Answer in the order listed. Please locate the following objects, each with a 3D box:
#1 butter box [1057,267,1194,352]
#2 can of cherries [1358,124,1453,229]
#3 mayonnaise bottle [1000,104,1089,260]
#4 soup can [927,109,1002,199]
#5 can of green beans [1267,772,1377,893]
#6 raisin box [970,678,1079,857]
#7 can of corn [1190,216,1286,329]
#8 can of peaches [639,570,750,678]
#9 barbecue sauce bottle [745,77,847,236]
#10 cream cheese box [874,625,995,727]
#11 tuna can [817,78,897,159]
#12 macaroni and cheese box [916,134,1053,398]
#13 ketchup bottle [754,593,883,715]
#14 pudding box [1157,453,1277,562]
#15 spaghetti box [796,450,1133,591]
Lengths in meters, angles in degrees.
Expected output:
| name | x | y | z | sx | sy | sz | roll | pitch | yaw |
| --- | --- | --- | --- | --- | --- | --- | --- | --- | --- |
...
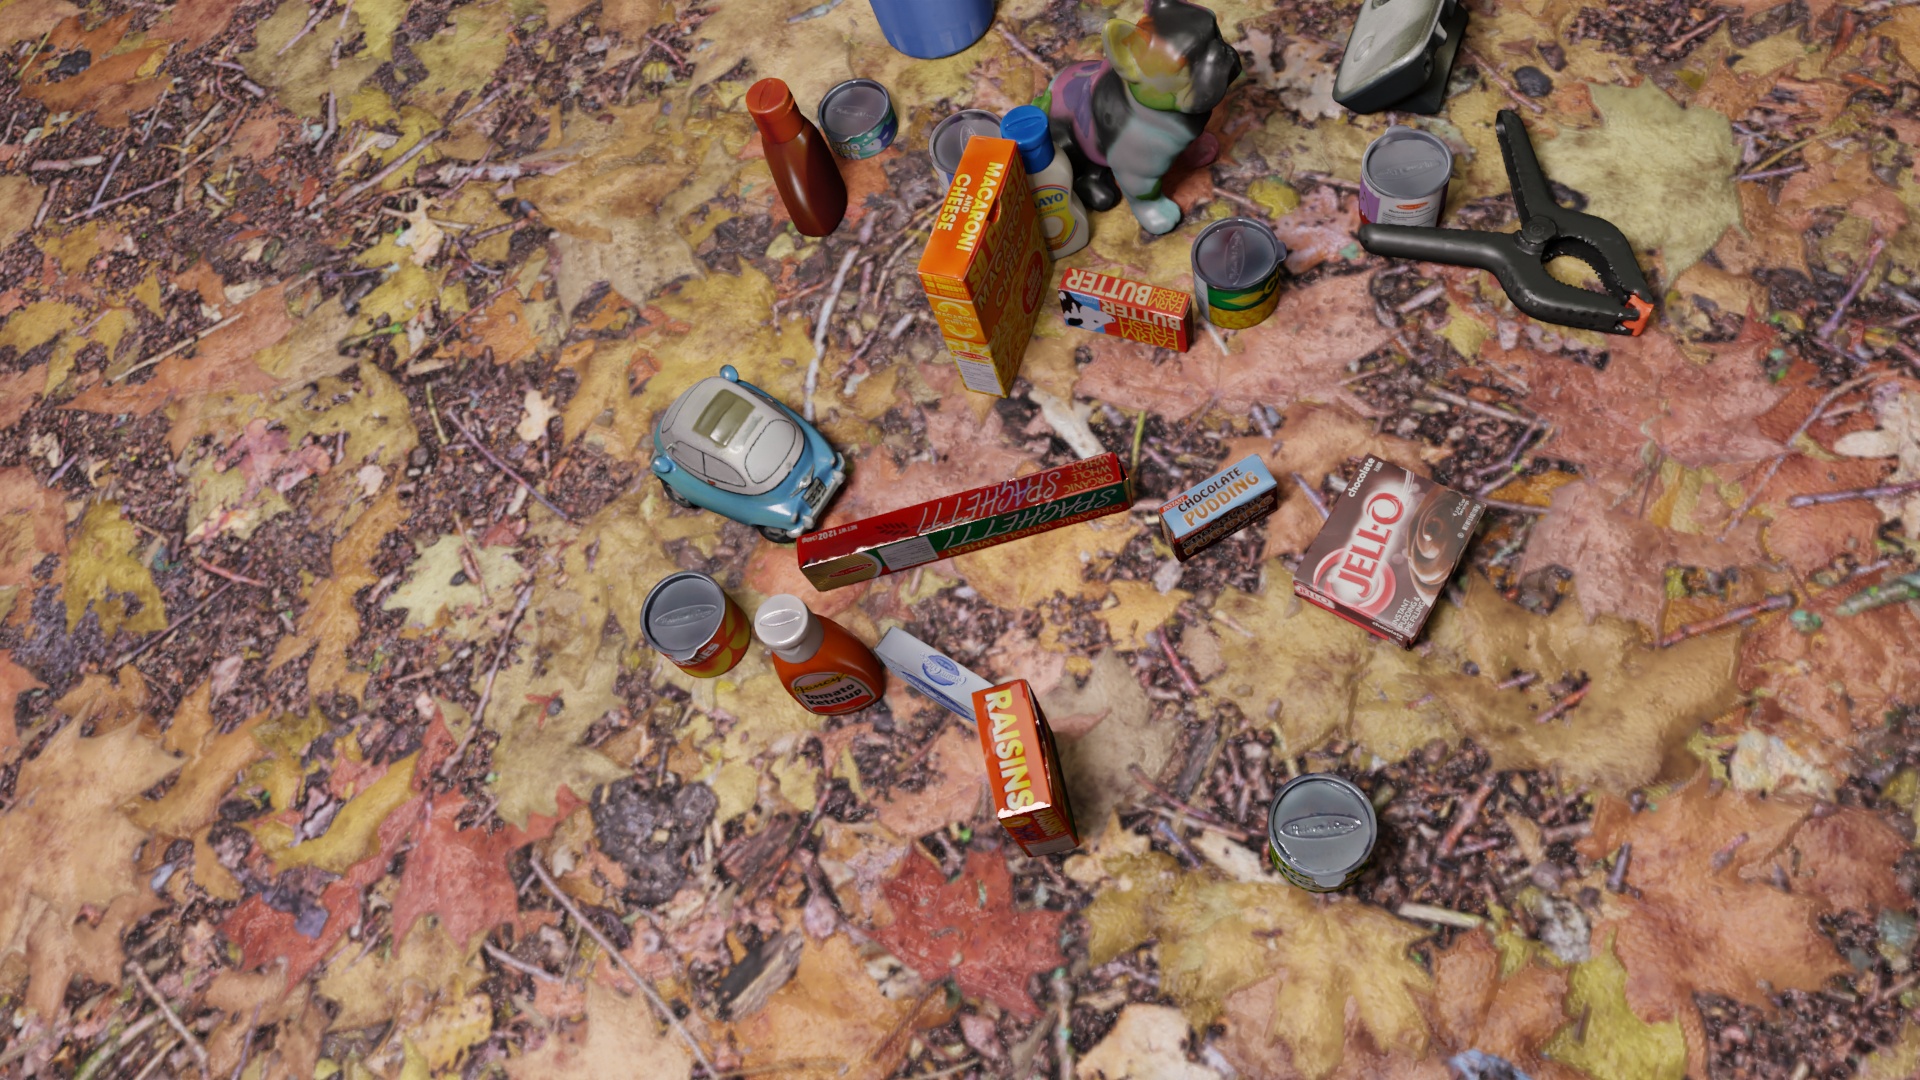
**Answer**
| name | x | y | z | sx | sy | sz | roll | pitch | yaw |
| --- | --- | --- | --- | --- | --- | --- | --- | --- | --- |
| butter box | 0.130 | -0.179 | 1.079 | 0.103 | 0.053 | 0.024 | 17 | 71 | 19 |
| can of cherries | 0.342 | -0.275 | 1.071 | 0.071 | 0.058 | 0.072 | -5 | 65 | 11 |
| mayonnaise bottle | 0.061 | -0.277 | 1.086 | 0.065 | 0.147 | 0.041 | -17 | 64 | 5 |
| soup can | 0.017 | -0.302 | 1.144 | 0.071 | 0.083 | 0.071 | -5 | 65 | 11 |
| can of green beans | 0.229 | 0.187 | 0.884 | 0.071 | 0.057 | 0.071 | -5 | 65 | 11 |
| raisin box | 0.044 | 0.151 | 0.906 | 0.040 | 0.123 | 0.086 | -15 | 64 | 6 |
| can of corn | 0.214 | -0.205 | 1.068 | 0.071 | 0.058 | 0.071 | -5 | 65 | 11 |
| can of peaches | -0.197 | 0.066 | 1.037 | 0.071 | 0.058 | 0.071 | -5 | 65 | 11 |
| barbecue sauce bottle | -0.136 | -0.319 | 1.150 | 0.044 | 0.148 | 0.065 | 8 | 68 | 16 |
| cream cheese box | -0.008 | 0.101 | 0.980 | 0.104 | 0.053 | 0.024 | 29 | 76 | 23 |
| tuna can | -0.091 | -0.371 | 1.229 | 0.071 | 0.032 | 0.071 | -5 | 65 | 11 |
| macaroni and cheese box | 0.023 | -0.203 | 1.050 | 0.040 | 0.166 | 0.124 | 13 | 70 | 18 |
| ketchup bottle | -0.101 | 0.079 | 0.958 | 0.065 | 0.148 | 0.044 | -14 | 64 | 7 |
| pudding box | 0.185 | -0.023 | 0.996 | 0.084 | 0.049 | 0.030 | -29 | 63 | -1 |
| spaghetti box | 0.004 | -0.013 | 1.032 | 0.250 | 0.050 | 0.029 | -15 | 64 | 6 |
